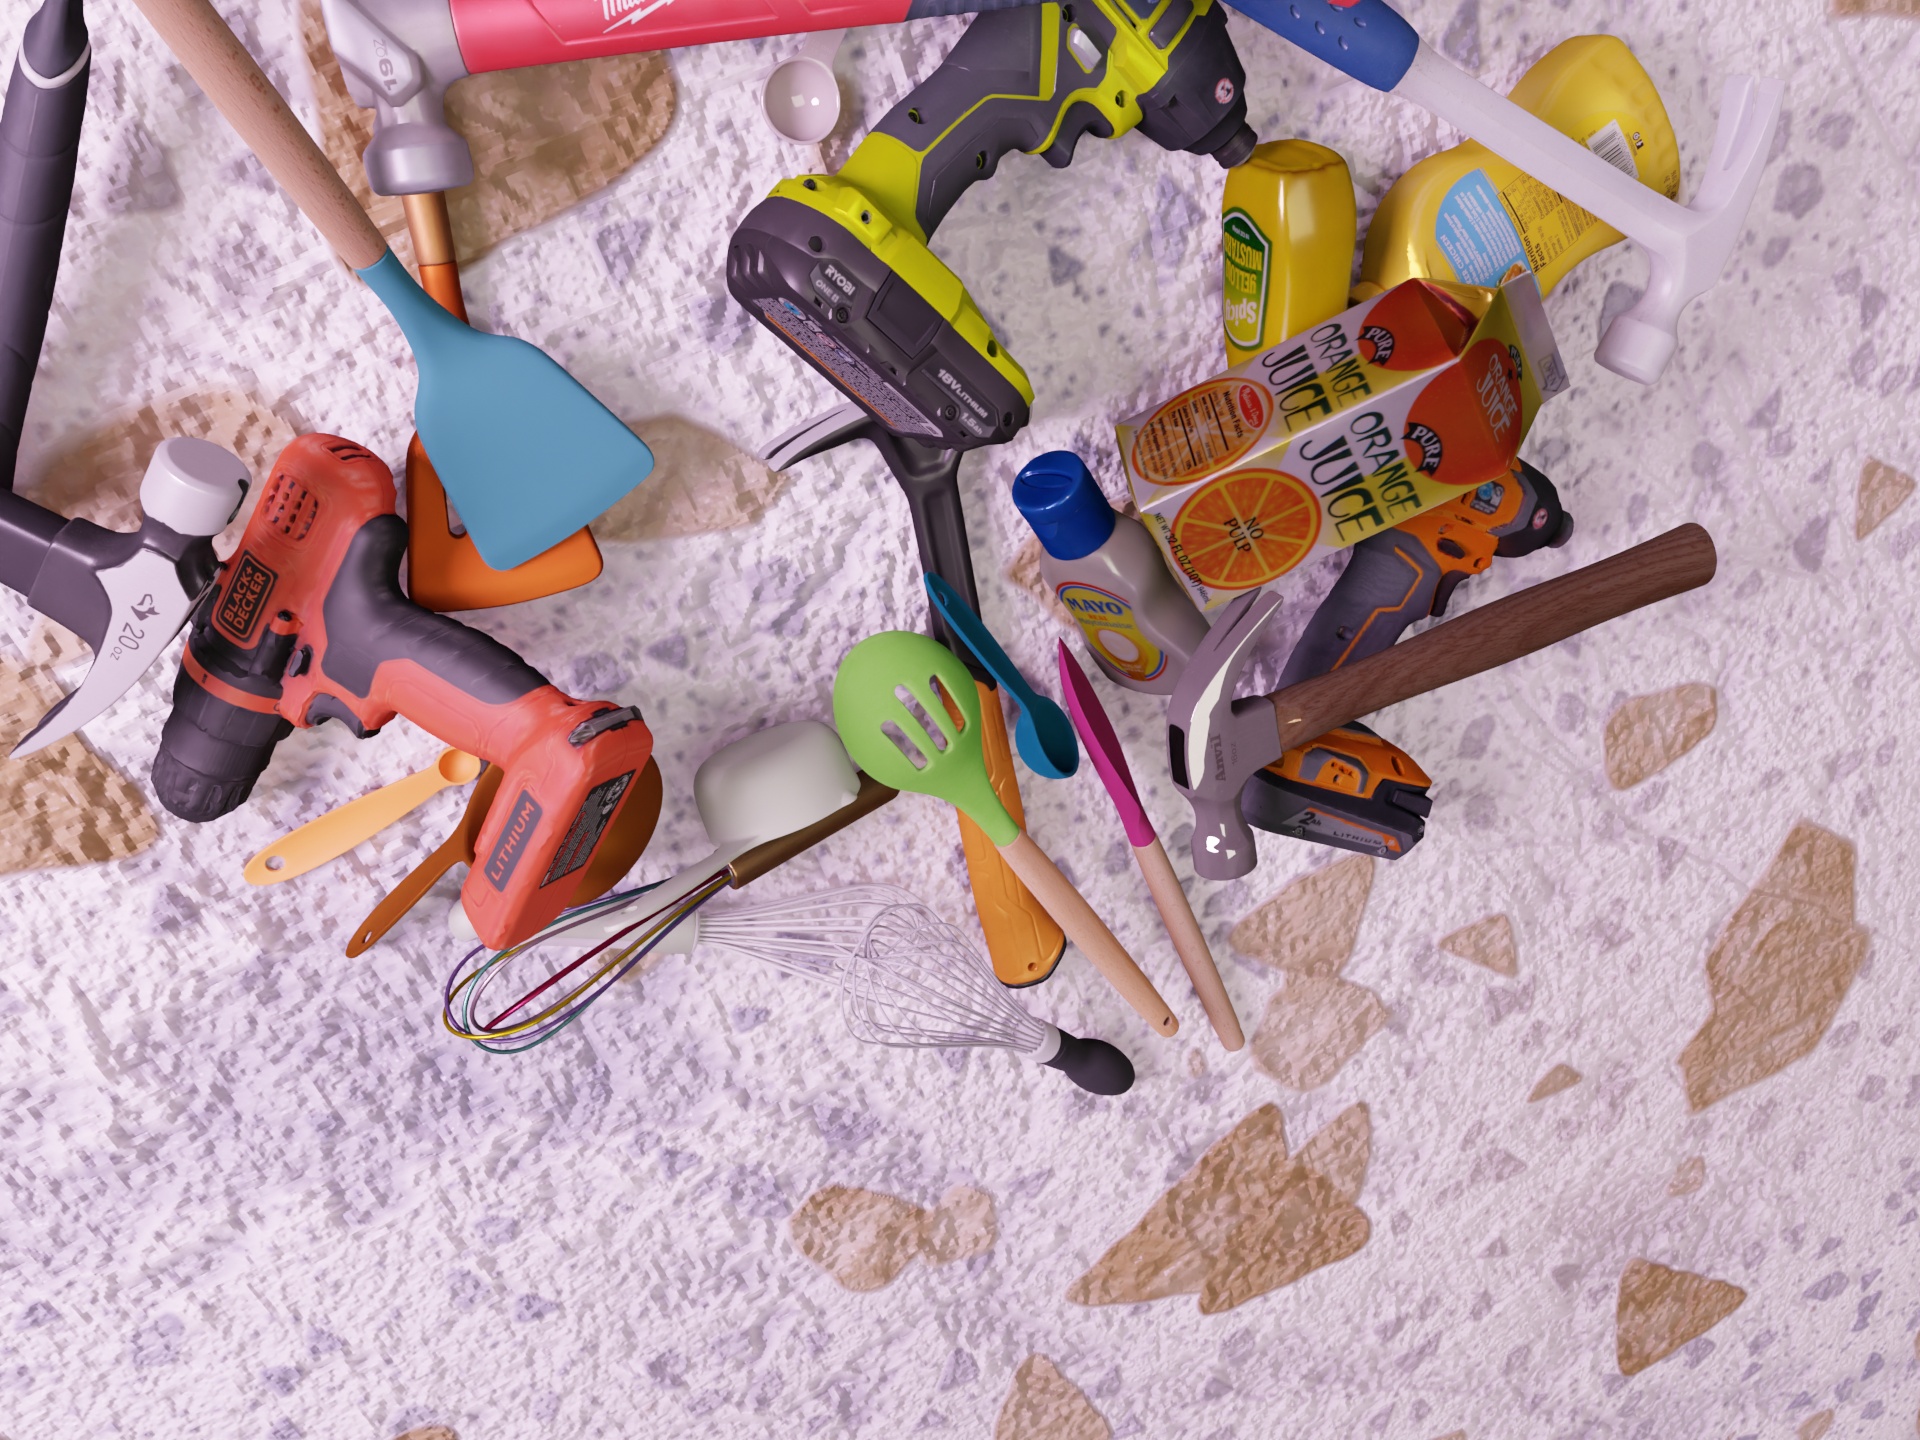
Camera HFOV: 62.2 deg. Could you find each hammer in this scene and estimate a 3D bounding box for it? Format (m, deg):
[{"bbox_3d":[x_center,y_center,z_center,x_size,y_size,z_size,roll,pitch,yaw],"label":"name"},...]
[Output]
[{"bbox_3d":[-0.298,-0.244,0.529,0.036,0.149,0.408,15,115,-24],"label":"hammer"},{"bbox_3d":[-0.423,-0.110,0.534,0.334,0.035,0.146,30,118,-17],"label":"hammer"},{"bbox_3d":[0.198,-0.282,0.679,0.405,0.035,0.144,17,106,-28],"label":"hammer"},{"bbox_3d":[-0.001,-0.003,0.795,0.127,0.034,0.336,-20,119,-14],"label":"hammer"},{"bbox_3d":[0.247,-0.038,0.795,0.331,0.031,0.130,-21,113,-19],"label":"hammer"},{"bbox_3d":[-0.033,-0.283,0.565,0.386,0.038,0.143,-7,111,0],"label":"hammer"}]

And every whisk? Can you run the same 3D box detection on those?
[{"bbox_3d":[-0.127,0.084,0.747,0.245,0.047,0.051,-29,100,-27],"label":"whisk"},{"bbox_3d":[-0.125,0.105,0.788,0.246,0.058,0.059,6,76,-20],"label":"whisk"},{"bbox_3d":[0.023,0.161,0.834,0.070,0.070,0.284,-49,140,4],"label":"whisk"}]

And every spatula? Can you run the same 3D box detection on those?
[{"bbox_3d":[-0.208,-0.202,0.617,0.081,0.041,0.322,-12,116,-14],"label":"spatula"},{"bbox_3d":[-0.215,-0.176,0.549,0.082,0.044,0.317,-35,144,-3],"label":"spatula"}]

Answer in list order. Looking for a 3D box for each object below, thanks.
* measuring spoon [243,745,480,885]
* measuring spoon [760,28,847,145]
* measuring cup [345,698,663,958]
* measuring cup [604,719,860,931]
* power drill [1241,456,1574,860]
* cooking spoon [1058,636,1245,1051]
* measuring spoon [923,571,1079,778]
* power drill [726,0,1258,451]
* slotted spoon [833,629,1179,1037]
[{"bbox_3d":[-0.271,0.042,0.721,0.117,0.011,0.021,-29,120,-4],"label":"measuring spoon"},{"bbox_3d":[-0.053,-0.299,0.655,0.034,0.018,0.124,17,99,-30],"label":"measuring spoon"},{"bbox_3d":[-0.206,0.066,0.724,0.173,0.095,0.052,-39,129,17],"label":"measuring cup"},{"bbox_3d":[-0.109,0.043,0.712,0.167,0.083,0.038,-37,112,-55],"label":"measuring cup"},{"bbox_3d":[0.232,-0.046,0.846,0.164,0.084,0.226,13,103,-27],"label":"power drill"},{"bbox_3d":[0.107,0.082,0.872,0.017,0.069,0.318,-21,126,9],"label":"cooking spoon"},{"bbox_3d":[0.014,-0.019,0.762,0.021,0.042,0.128,-25,118,29],"label":"measuring spoon"},{"bbox_3d":[0.022,-0.230,0.663,0.171,0.080,0.223,37,83,-29],"label":"power drill"},{"bbox_3d":[0.038,0.073,0.811,0.070,0.031,0.313,-46,125,-11],"label":"slotted spoon"}]
